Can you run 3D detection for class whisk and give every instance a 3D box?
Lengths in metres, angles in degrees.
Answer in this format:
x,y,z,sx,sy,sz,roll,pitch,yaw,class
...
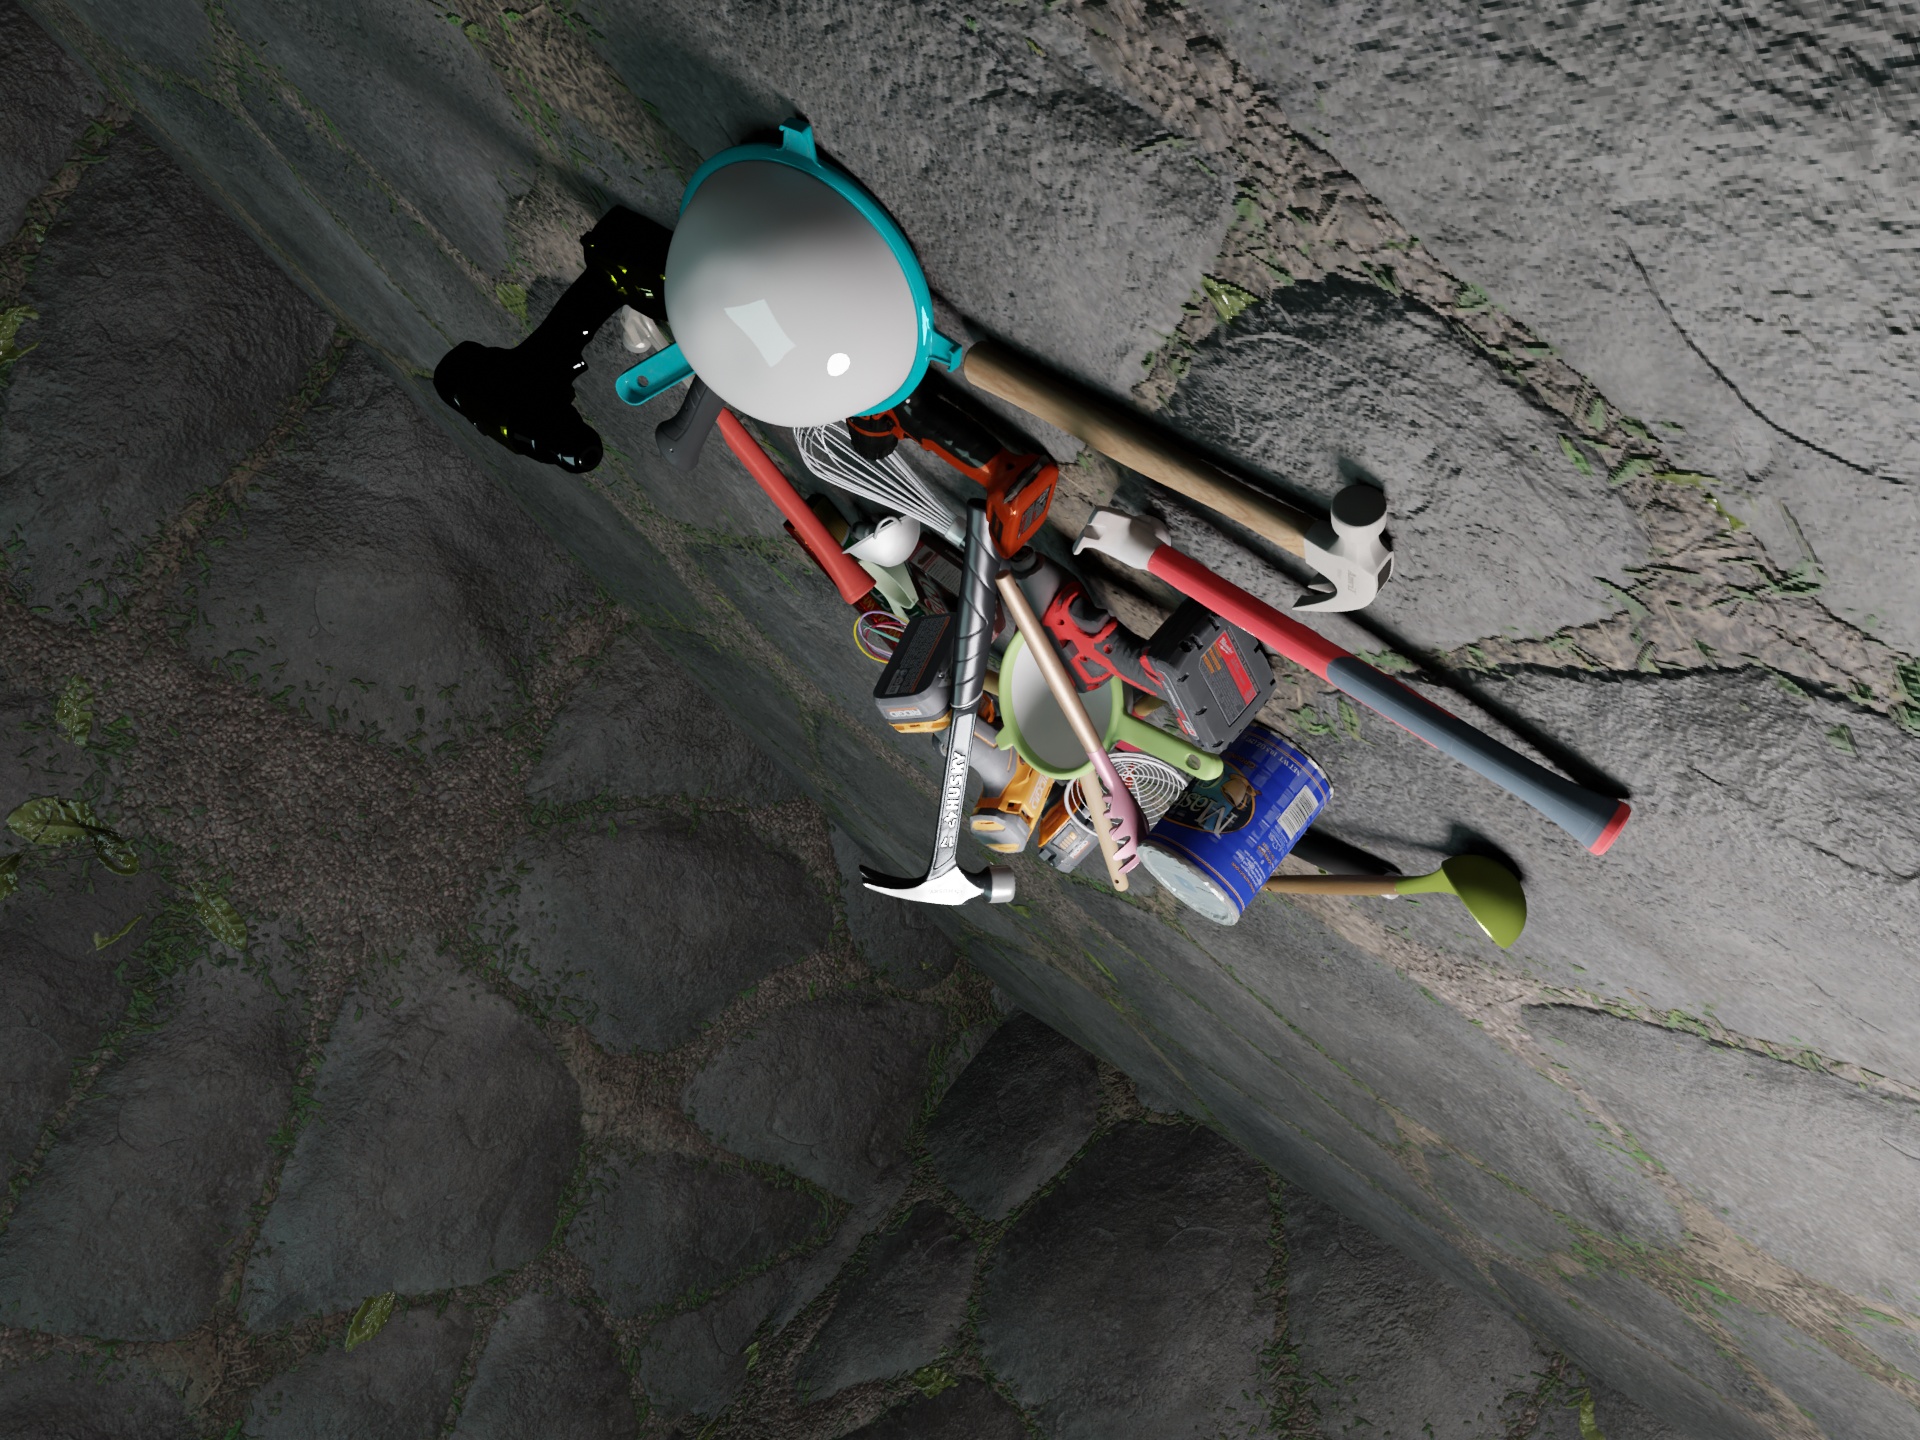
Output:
x,y,z,sx,sy,sz,roll,pitch,yaw,class
-0.028,-0.183,1.382,0.284,0.070,0.070,36,167,1,whisk
-0.002,-0.052,1.675,0.245,0.047,0.051,24,168,9,whisk

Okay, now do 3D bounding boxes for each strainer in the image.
x,y,z,sx,sy,sz,roll,pitch,yaw,class
-0.080,-0.177,1.527,0.050,0.087,0.258,62,174,-13,strainer
-0.173,-0.270,1.145,0.340,0.095,0.210,-13,122,46,strainer
0.142,-0.007,1.392,0.069,0.151,0.257,-7,-155,-43,strainer

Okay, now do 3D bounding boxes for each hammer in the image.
x,y,z,sx,sy,sz,roll,pitch,yaw,class
-0.206,-0.265,1.564,0.359,0.037,0.149,51,166,-10,hammer
0.248,-0.031,1.028,0.386,0.038,0.143,33,-165,16,hammer
0.132,-0.165,1.025,0.331,0.031,0.129,34,165,28,hammer
-0.175,-0.289,1.247,0.146,0.035,0.334,40,147,-5,hammer
-0.002,-0.004,1.409,0.036,0.149,0.408,-112,25,-57,hammer

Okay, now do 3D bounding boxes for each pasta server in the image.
x,y,z,sx,sy,sz,roll,pitch,yaw,class
0.092,0.005,1.300,0.060,0.040,0.316,-97,-19,-55,pasta server

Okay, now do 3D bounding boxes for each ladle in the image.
x,y,z,sx,sy,sz,roll,pitch,yaw,class
0.172,-0.016,1.428,0.069,0.031,0.315,43,166,1,ladle
0.340,0.145,1.315,0.078,0.062,0.320,47,158,-15,ladle

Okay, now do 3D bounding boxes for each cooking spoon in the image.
x,y,z,sx,sy,sz,roll,pitch,yaw,class
0.116,0.034,1.527,0.069,0.017,0.318,-3,120,28,cooking spoon

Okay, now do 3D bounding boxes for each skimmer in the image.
x,y,z,sx,sy,sz,roll,pitch,yaw,class
0.247,0.115,1.495,0.364,0.090,0.127,25,154,49,skimmer

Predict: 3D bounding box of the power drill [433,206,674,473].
x,y,z,sx,sy,sz,roll,pitch,yaw,class
-0.317,-0.318,1.359,0.191,0.228,0.080,33,165,31,power drill

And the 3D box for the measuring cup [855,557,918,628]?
x,y,z,sx,sy,sz,roll,pitch,yaw,class
-0.059,-0.137,1.664,0.083,0.038,0.167,36,169,21,measuring cup

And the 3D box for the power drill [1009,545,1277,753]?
x,y,z,sx,sy,sz,roll,pitch,yaw,class
0.128,-0.065,1.242,0.220,0.078,0.143,24,155,48,power drill

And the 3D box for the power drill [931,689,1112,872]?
x,y,z,sx,sy,sz,roll,pitch,yaw,class
0.061,0.063,1.769,0.226,0.084,0.164,41,-162,-3,power drill

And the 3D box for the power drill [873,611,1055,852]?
x,y,z,sx,sy,sz,roll,pitch,yaw,class
0.027,-0.008,1.536,0.084,0.185,0.226,-4,137,38,power drill
